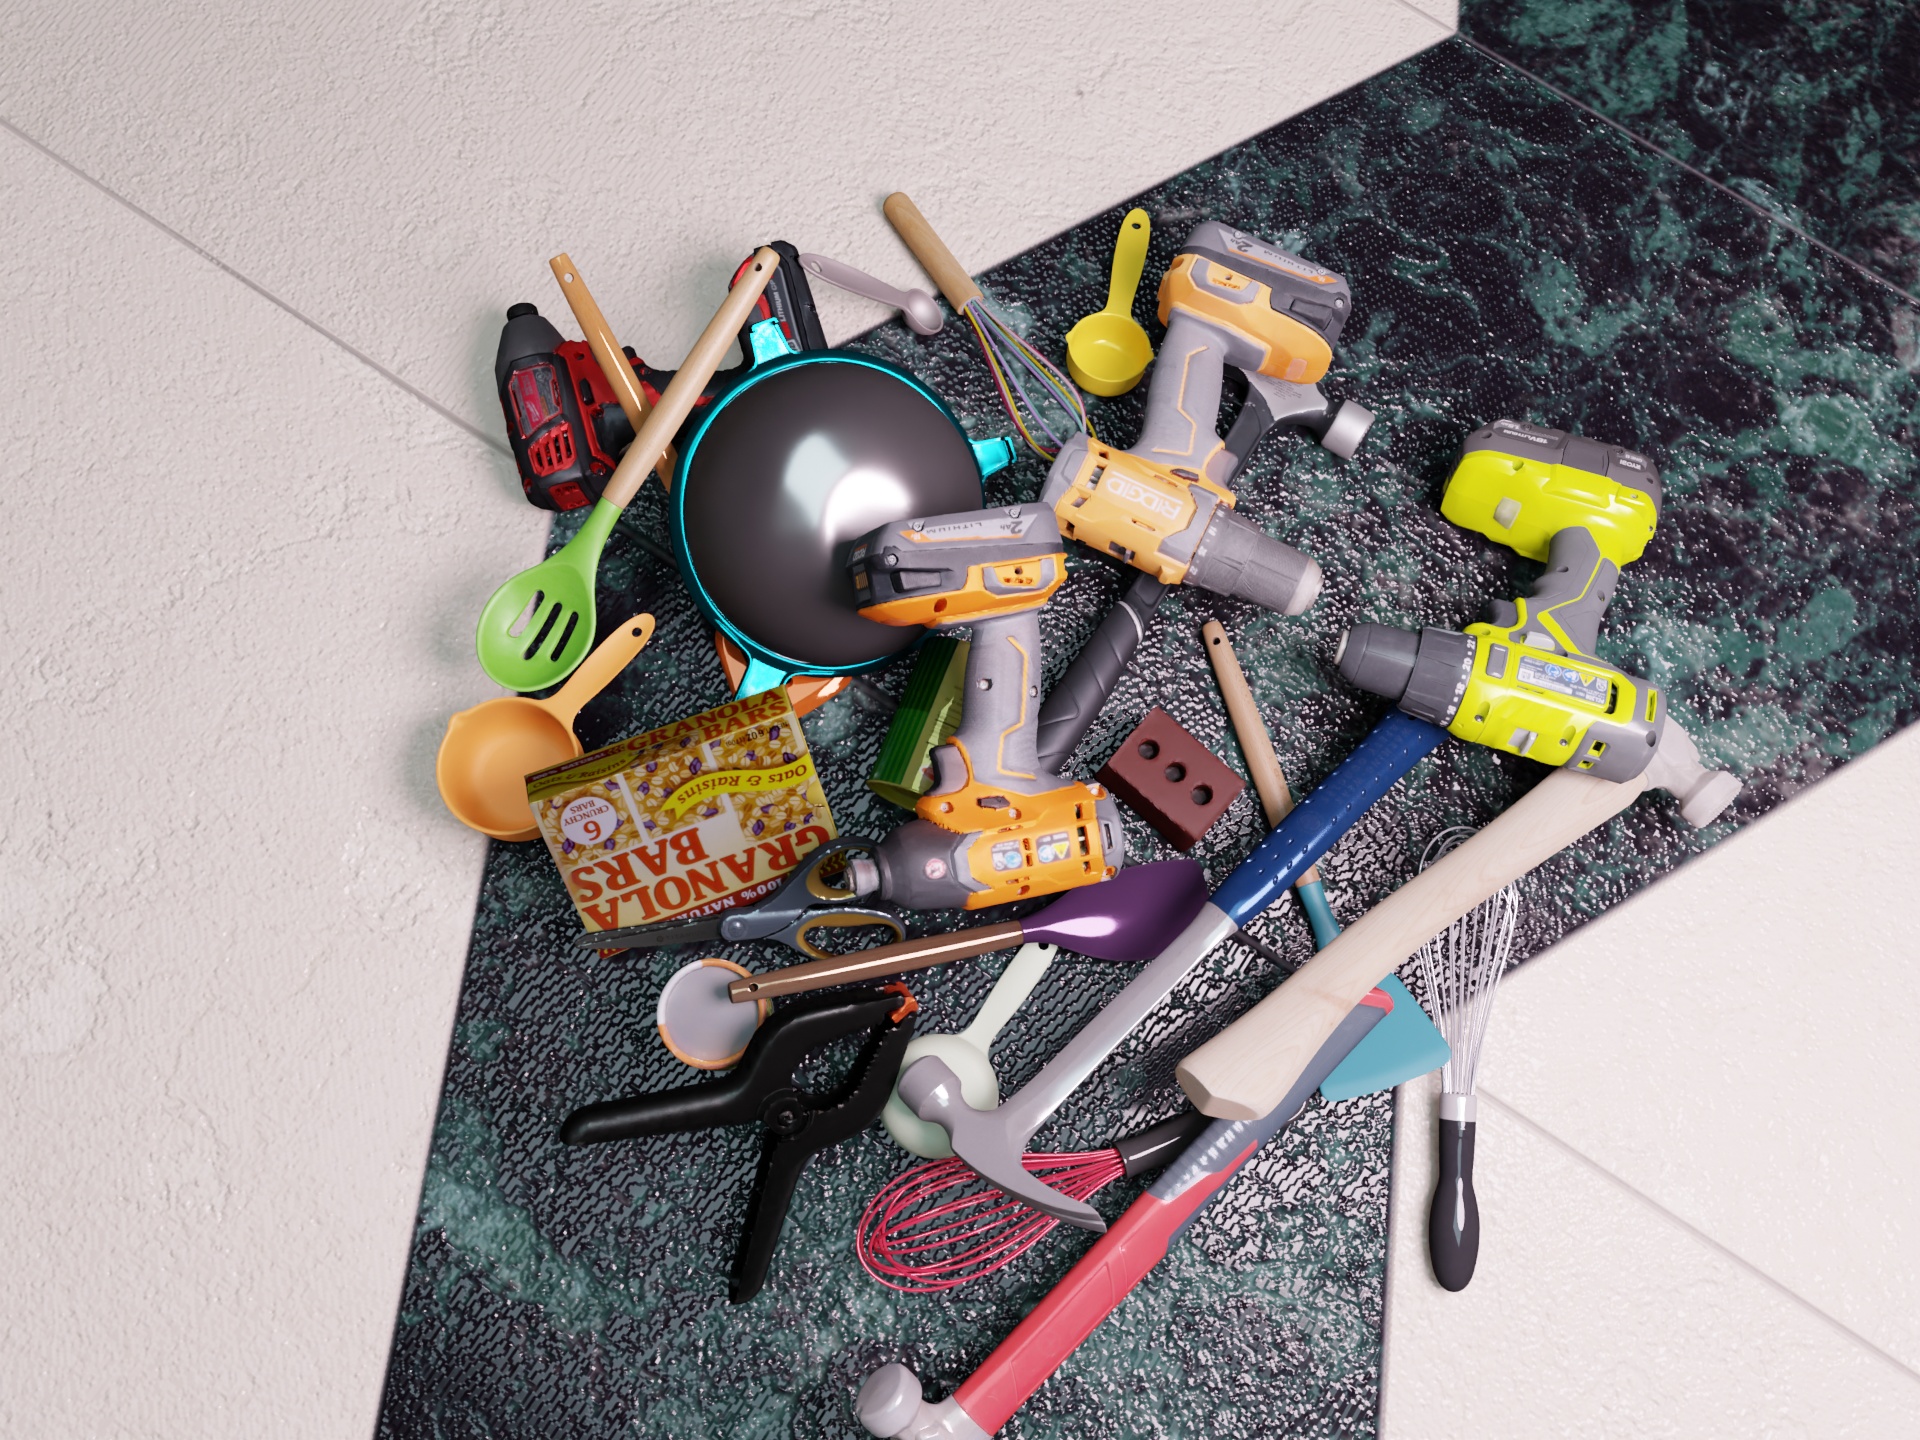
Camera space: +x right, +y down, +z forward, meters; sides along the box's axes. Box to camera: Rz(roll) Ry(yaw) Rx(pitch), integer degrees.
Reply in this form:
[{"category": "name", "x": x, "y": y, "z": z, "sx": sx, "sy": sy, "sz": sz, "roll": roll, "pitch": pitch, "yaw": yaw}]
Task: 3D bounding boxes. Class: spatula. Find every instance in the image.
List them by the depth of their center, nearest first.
[{"category": "spatula", "x": 0.013, "y": 0.138, "z": 0.981, "sx": 0.316, "sy": 0.018, "sz": 0.060, "roll": -9, "pitch": 78, "yaw": -18}, {"category": "spatula", "x": -0.175, "y": -0.145, "z": 1.013, "sx": 0.081, "sy": 0.041, "sz": 0.322, "roll": -30, "pitch": 110, "yaw": -9}, {"category": "spatula", "x": 0.215, "y": 0.079, "z": 1.019, "sx": 0.082, "sy": 0.044, "sz": 0.318, "roll": -21, "pitch": 76, "yaw": 9}]

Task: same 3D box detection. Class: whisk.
[{"category": "whisk", "x": 0.078, "y": 0.273, "z": 0.963, "sx": 0.296, "sy": 0.073, "sz": 0.073, "roll": -16, "pitch": 78, "yaw": -12}, {"category": "whisk", "x": 0.309, "y": 0.207, "z": 0.989, "sx": 0.070, "sy": 0.070, "sz": 0.285, "roll": 5, "pitch": 81, "yaw": -1}, {"category": "whisk", "x": 0.017, "y": -0.271, "z": 1.097, "sx": 0.047, "sy": 0.051, "sz": 0.245, "roll": -34, "pitch": 77, "yaw": -4}]

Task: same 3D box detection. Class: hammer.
[{"category": "hammer", "x": 0.123, "y": 0.304, "z": 0.933, "sx": 0.386, "sy": 0.038, "sz": 0.143, "roll": -43, "pitch": 108, "yaw": -10}, {"category": "hammer", "x": 0.282, "y": 0.095, "z": 0.945, "sx": 0.410, "sy": 0.038, "sz": 0.146, "roll": -31, "pitch": 62, "yaw": -23}, {"category": "hammer", "x": 0.155, "y": 0.129, "z": 0.957, "sx": 0.405, "sy": 0.035, "sz": 0.144, "roll": -42, "pitch": 57, "yaw": -15}, {"category": "hammer", "x": 0.116, "y": -0.083, "z": 1.041, "sx": 0.149, "sy": 0.036, "sz": 0.409, "roll": 31, "pitch": 72, "yaw": 7}]

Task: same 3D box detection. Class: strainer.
[{"category": "strainer", "x": -0.094, "y": -0.069, "z": 0.988, "sx": 0.211, "sy": 0.095, "sz": 0.340, "roll": 24, "pitch": 88, "yaw": -21}]

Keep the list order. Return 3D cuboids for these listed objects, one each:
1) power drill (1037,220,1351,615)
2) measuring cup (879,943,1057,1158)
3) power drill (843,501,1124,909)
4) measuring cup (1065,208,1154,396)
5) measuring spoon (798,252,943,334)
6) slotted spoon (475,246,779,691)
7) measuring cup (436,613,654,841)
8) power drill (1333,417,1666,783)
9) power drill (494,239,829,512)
[{"category": "power drill", "x": 0.175, "y": -0.187, "z": 1.022, "sx": 0.185, "sy": 0.084, "sz": 0.226, "roll": 26, "pitch": 76, "yaw": 6}, {"category": "measuring cup", "x": 0.013, "y": 0.195, "z": 0.985, "sx": 0.083, "sy": 0.038, "sz": 0.167, "roll": 35, "pitch": 80, "yaw": 6}, {"category": "power drill", "x": -0.001, "y": -0.003, "z": 0.923, "sx": 0.164, "sy": 0.084, "sz": 0.226, "roll": -10, "pitch": 92, "yaw": -19}, {"category": "measuring cup", "x": 0.112, "y": -0.294, "z": 1.119, "sx": 0.062, "sy": 0.029, "sz": 0.157, "roll": 13, "pitch": 65, "yaw": 1}, {"category": "measuring spoon", "x": -0.063, "y": -0.288, "z": 1.077, "sx": 0.124, "sy": 0.018, "sz": 0.034, "roll": 12, "pitch": 60, "yaw": -41}, {"category": "slotted spoon", "x": -0.199, "y": -0.155, "z": 0.981, "sx": 0.070, "sy": 0.031, "sz": 0.314, "roll": 33, "pitch": 93, "yaw": 3}, {"category": "measuring cup", "x": -0.254, "y": 0.002, "z": 1.015, "sx": 0.095, "sy": 0.052, "sz": 0.173, "roll": 40, "pitch": 76, "yaw": 7}, {"category": "power drill", "x": 0.349, "y": -0.081, "z": 1.009, "sx": 0.190, "sy": 0.080, "sz": 0.229, "roll": 17, "pitch": 58, "yaw": 8}, {"category": "power drill", "x": -0.200, "y": -0.235, "z": 1.064, "sx": 0.219, "sy": 0.078, "sz": 0.143, "roll": -17, "pitch": 78, "yaw": -3}]
